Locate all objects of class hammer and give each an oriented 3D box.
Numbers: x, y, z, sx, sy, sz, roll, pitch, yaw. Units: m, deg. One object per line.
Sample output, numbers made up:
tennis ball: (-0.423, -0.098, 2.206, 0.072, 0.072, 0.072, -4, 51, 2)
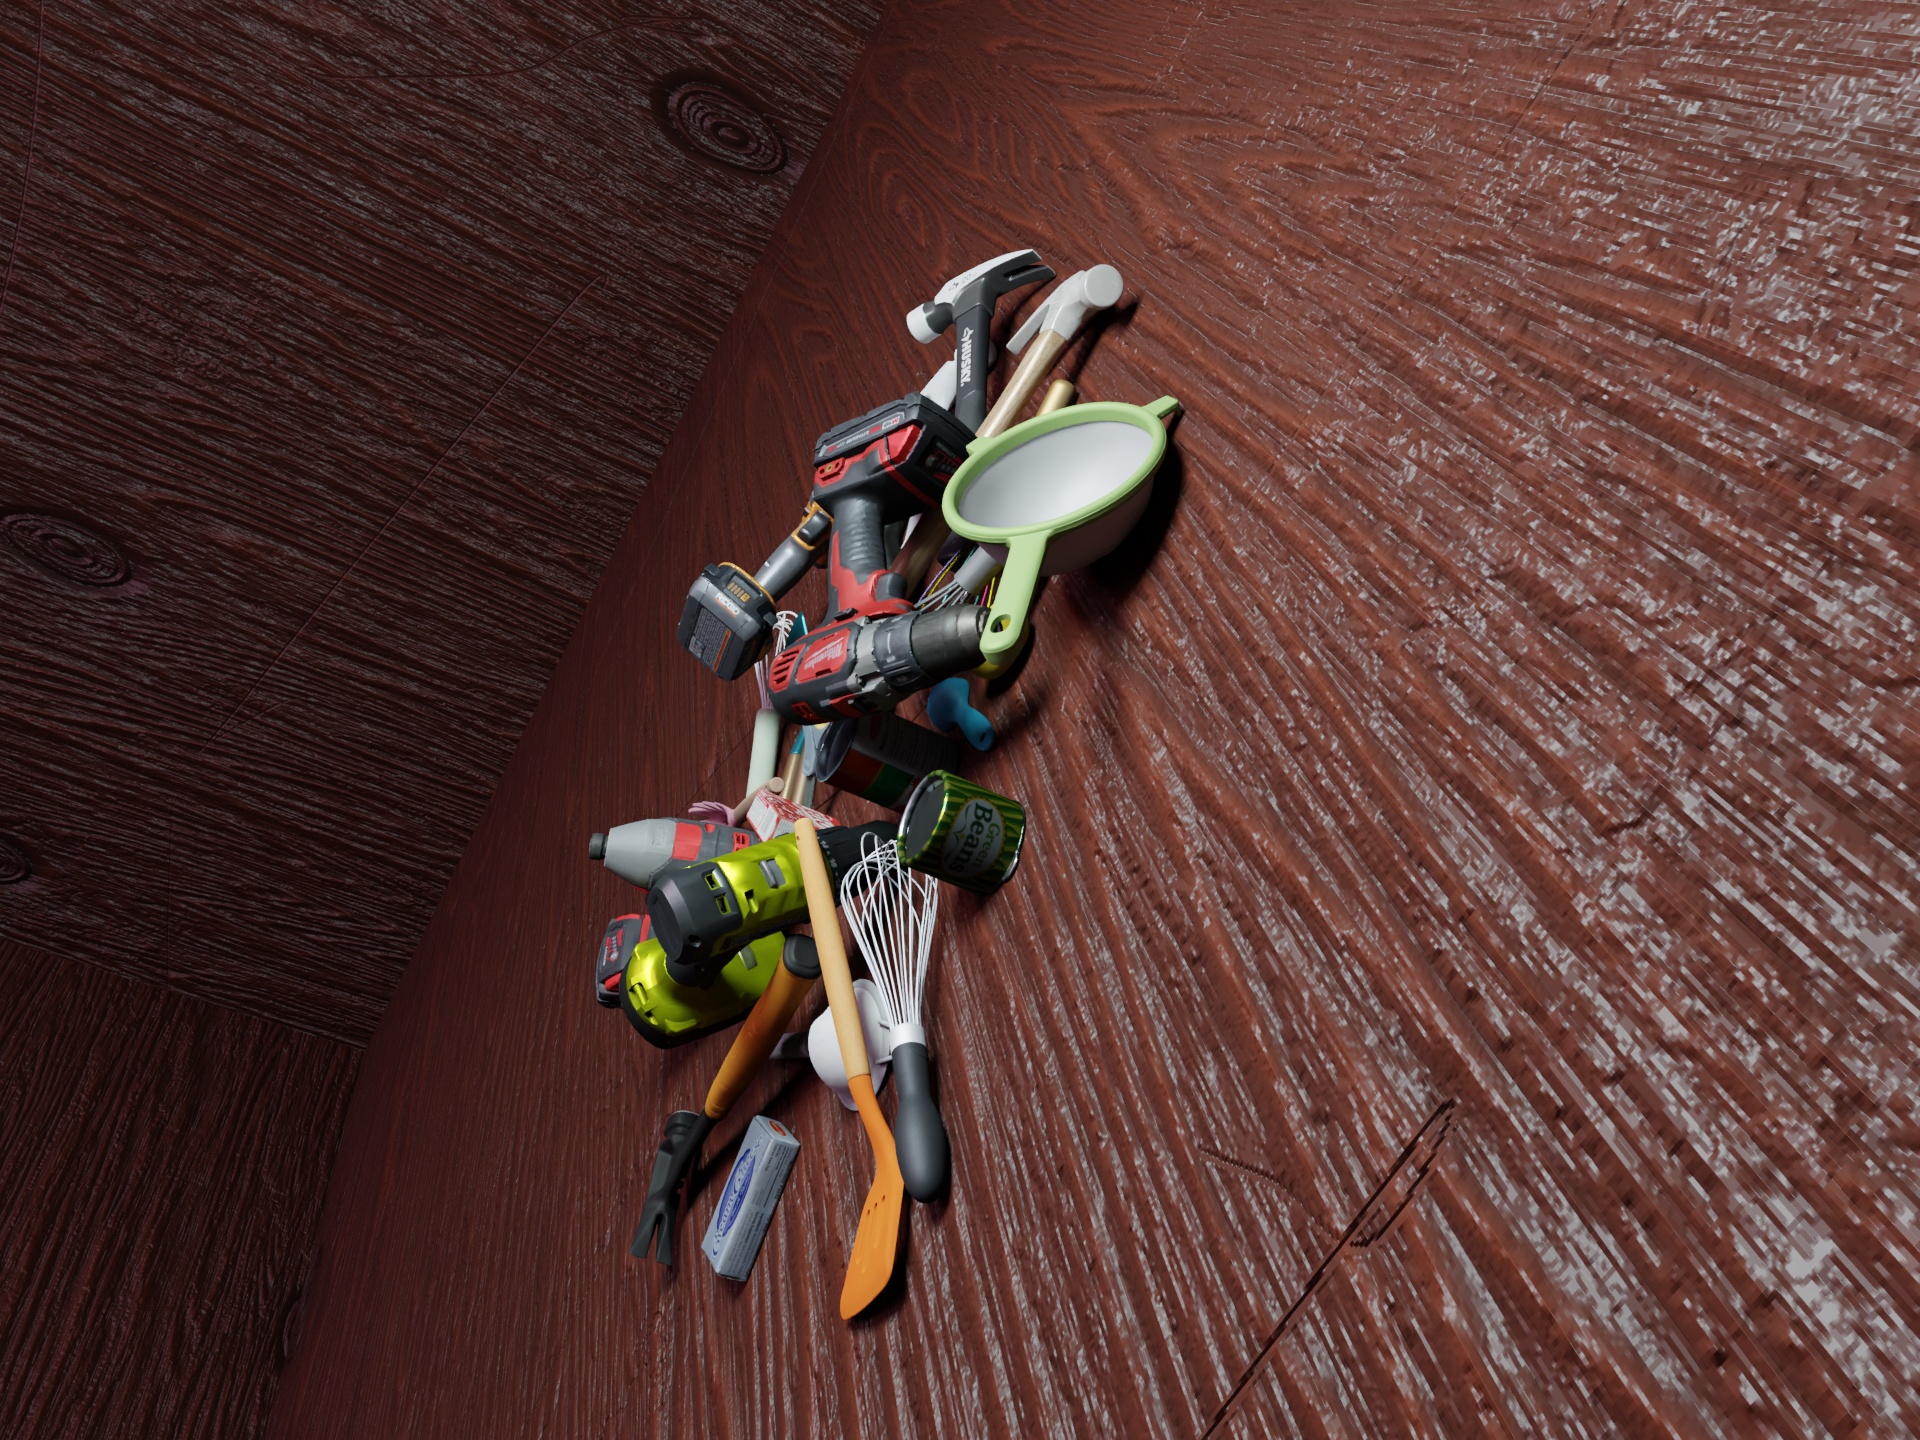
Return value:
hammer: (0.010, -0.197, 1.213, 0.331, 0.031, 0.130, -58, 16, -3)
hammer: (-0.047, -0.151, 1.391, 0.144, 0.035, 0.406, -36, 36, 52)
hammer: (-0.172, 0.272, 1.173, 0.127, 0.034, 0.336, -82, 18, -48)
hammer: (0.013, -0.257, 1.328, 0.146, 0.035, 0.335, -24, 48, 32)

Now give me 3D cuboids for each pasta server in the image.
pasta server: (-0.204, 0.085, 1.455, 0.316, 0.040, 0.060, 148, 109, -69)

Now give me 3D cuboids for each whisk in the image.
whisk: (0.003, -0.098, 1.136, 0.239, 0.055, 0.055, -47, 26, 17)
whisk: (0.031, -0.146, 1.204, 0.047, 0.051, 0.245, 21, 82, 42)
whisk: (-0.037, 0.176, 0.996, 0.070, 0.070, 0.285, -53, 29, 30)
whisk: (-0.190, -0.012, 1.578, 0.059, 0.057, 0.247, -17, 50, 24)

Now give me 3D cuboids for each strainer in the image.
strainer: (0.057, -0.104, 0.993, 0.151, 0.069, 0.257, -8, 39, 24)
strainer: (-0.104, 0.230, 1.122, 0.258, 0.050, 0.087, 152, 123, -64)

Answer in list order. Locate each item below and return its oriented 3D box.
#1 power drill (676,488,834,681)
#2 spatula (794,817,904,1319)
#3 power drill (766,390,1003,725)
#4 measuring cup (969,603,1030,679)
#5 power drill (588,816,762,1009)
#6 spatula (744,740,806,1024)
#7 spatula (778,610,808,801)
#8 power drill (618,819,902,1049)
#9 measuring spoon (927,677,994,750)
power drill: (-0.158, -0.158, 1.493, 0.226, 0.084, 0.185, -49, -2, -28)
spatula: (-0.077, 0.203, 1.000, 0.081, 0.041, 0.323, -55, 42, 47)
power drill: (-0.040, -0.111, 1.100, 0.188, 0.080, 0.227, -15, 55, 39)
measuring cup: (0.052, -0.096, 1.122, 0.156, 0.029, 0.062, -57, 13, -9)
power drill: (-0.244, 0.160, 1.329, 0.219, 0.143, 0.079, 112, 163, -48)
spatula: (-0.151, 0.127, 1.373, 0.059, 0.018, 0.316, 132, 152, -54)
spatula: (-0.166, 0.054, 1.449, 0.082, 0.044, 0.318, 127, 157, -59)
power drill: (-0.150, 0.151, 1.169, 0.080, 0.190, 0.228, 61, 146, 17)
measuring spoon: (-0.002, -0.004, 1.143, 0.042, 0.021, 0.129, -64, 20, 7)
